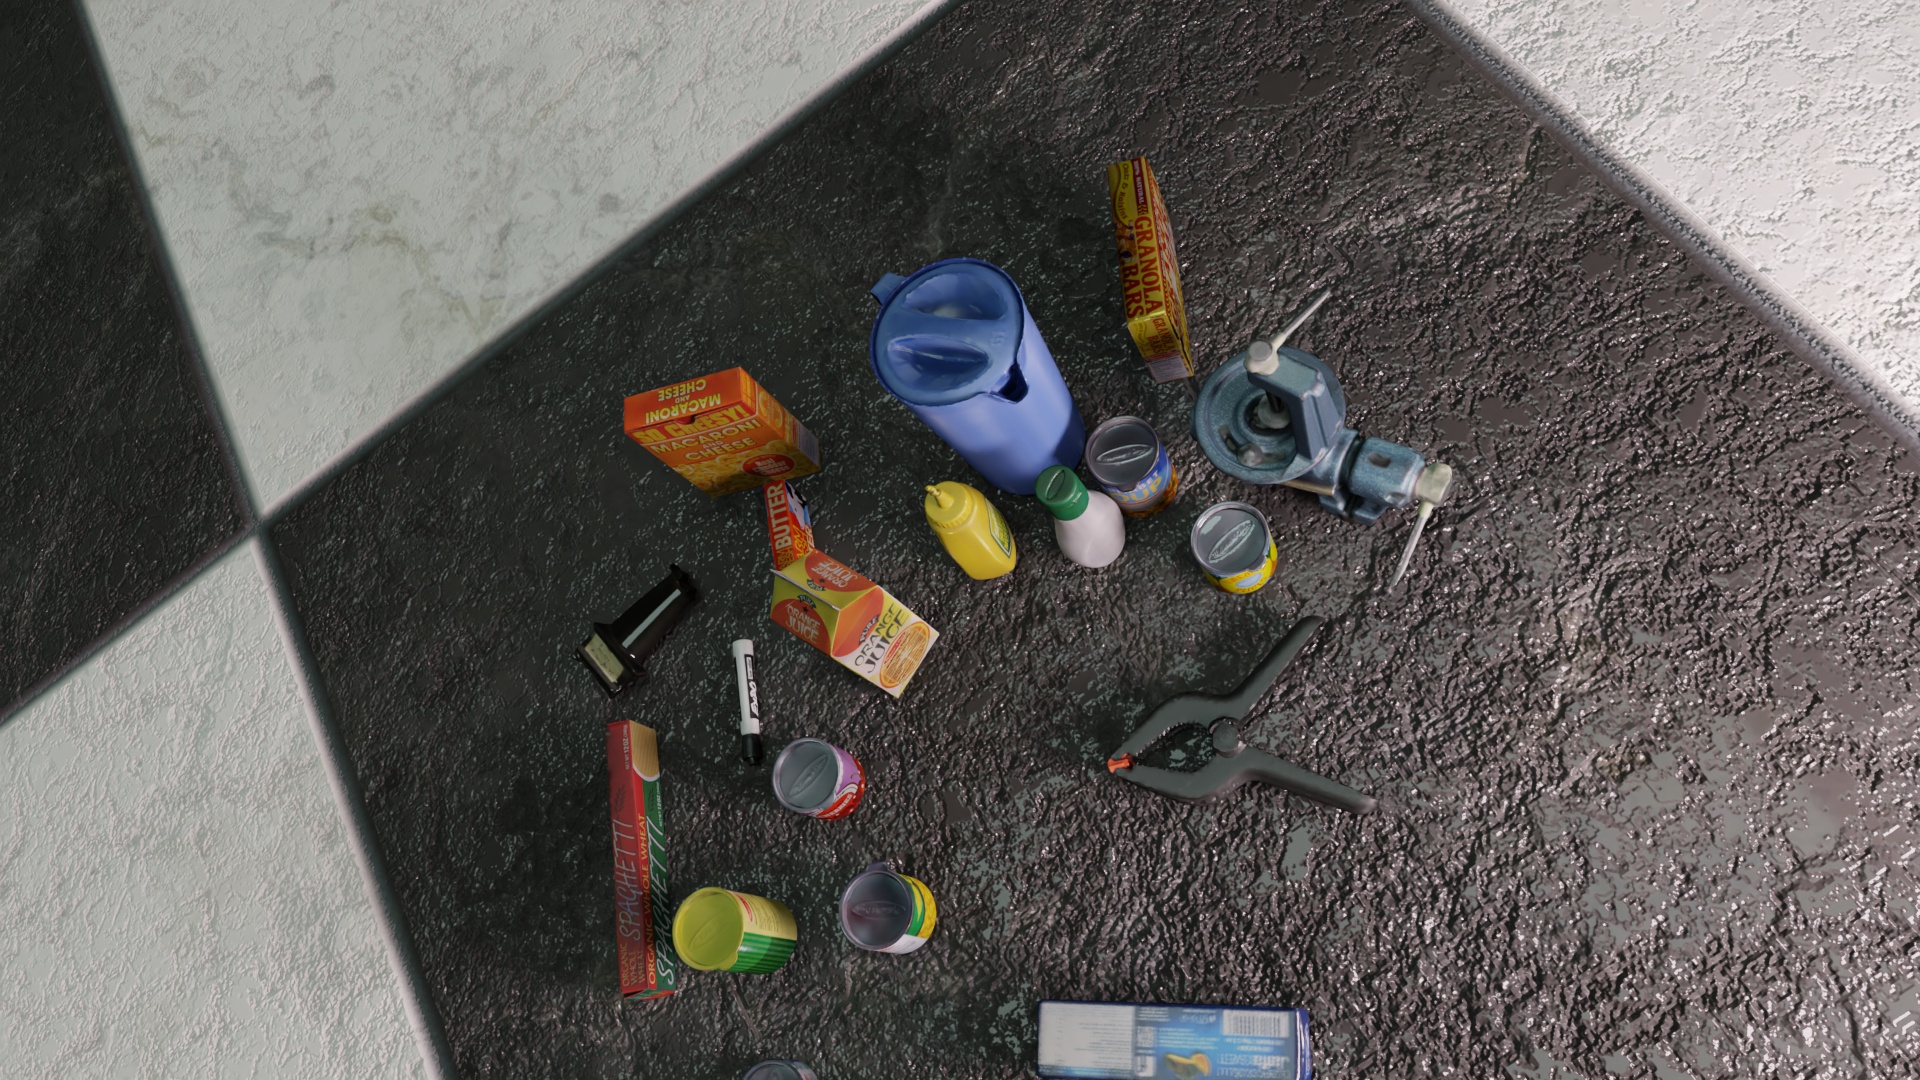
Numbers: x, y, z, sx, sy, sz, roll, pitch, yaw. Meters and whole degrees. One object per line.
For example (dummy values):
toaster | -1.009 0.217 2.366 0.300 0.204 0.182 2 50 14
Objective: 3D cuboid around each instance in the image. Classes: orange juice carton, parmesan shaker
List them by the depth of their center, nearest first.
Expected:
parmesan shaker | -0.189 0.337 1.183 0.071 0.103 0.071 -7 68 18
orange juice carton | -0.096 0.069 1.200 0.072 0.192 0.073 29 83 27

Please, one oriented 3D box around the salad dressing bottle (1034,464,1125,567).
salad dressing bottle | 0.102 -0.021 1.186 0.044 0.147 0.064 25 81 27

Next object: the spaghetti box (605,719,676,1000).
spaghetti box | -0.293 0.289 1.270 0.028 0.050 0.251 -17 65 14

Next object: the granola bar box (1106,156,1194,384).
granola bar box | 0.173 -0.243 1.258 0.039 0.124 0.166 -11 67 17

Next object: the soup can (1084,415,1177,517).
soup can | 0.151 -0.061 1.219 0.071 0.083 0.071 -7 68 18

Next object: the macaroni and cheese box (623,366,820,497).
macaroni and cheese box | -0.224 -0.099 1.327 0.123 0.166 0.040 -13 67 16

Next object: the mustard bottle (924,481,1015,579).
mustard bottle | 0.004 -0.015 1.213 0.049 0.160 0.065 -18 66 14

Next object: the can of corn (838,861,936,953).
can of corn | -0.060 0.310 1.170 0.071 0.058 0.071 -7 68 18

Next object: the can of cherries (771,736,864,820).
can of cherries | -0.124 0.214 1.231 0.071 0.058 0.072 -7 68 18

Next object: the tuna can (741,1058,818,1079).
tuna can | -0.153 0.468 1.159 0.071 0.032 0.071 -7 68 18

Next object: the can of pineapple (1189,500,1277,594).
can of pineapple | 0.233 0.008 1.176 0.071 0.057 0.071 -7 68 18

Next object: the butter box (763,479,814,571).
butter box | -0.162 -0.003 1.331 0.024 0.053 0.104 -18 65 14
